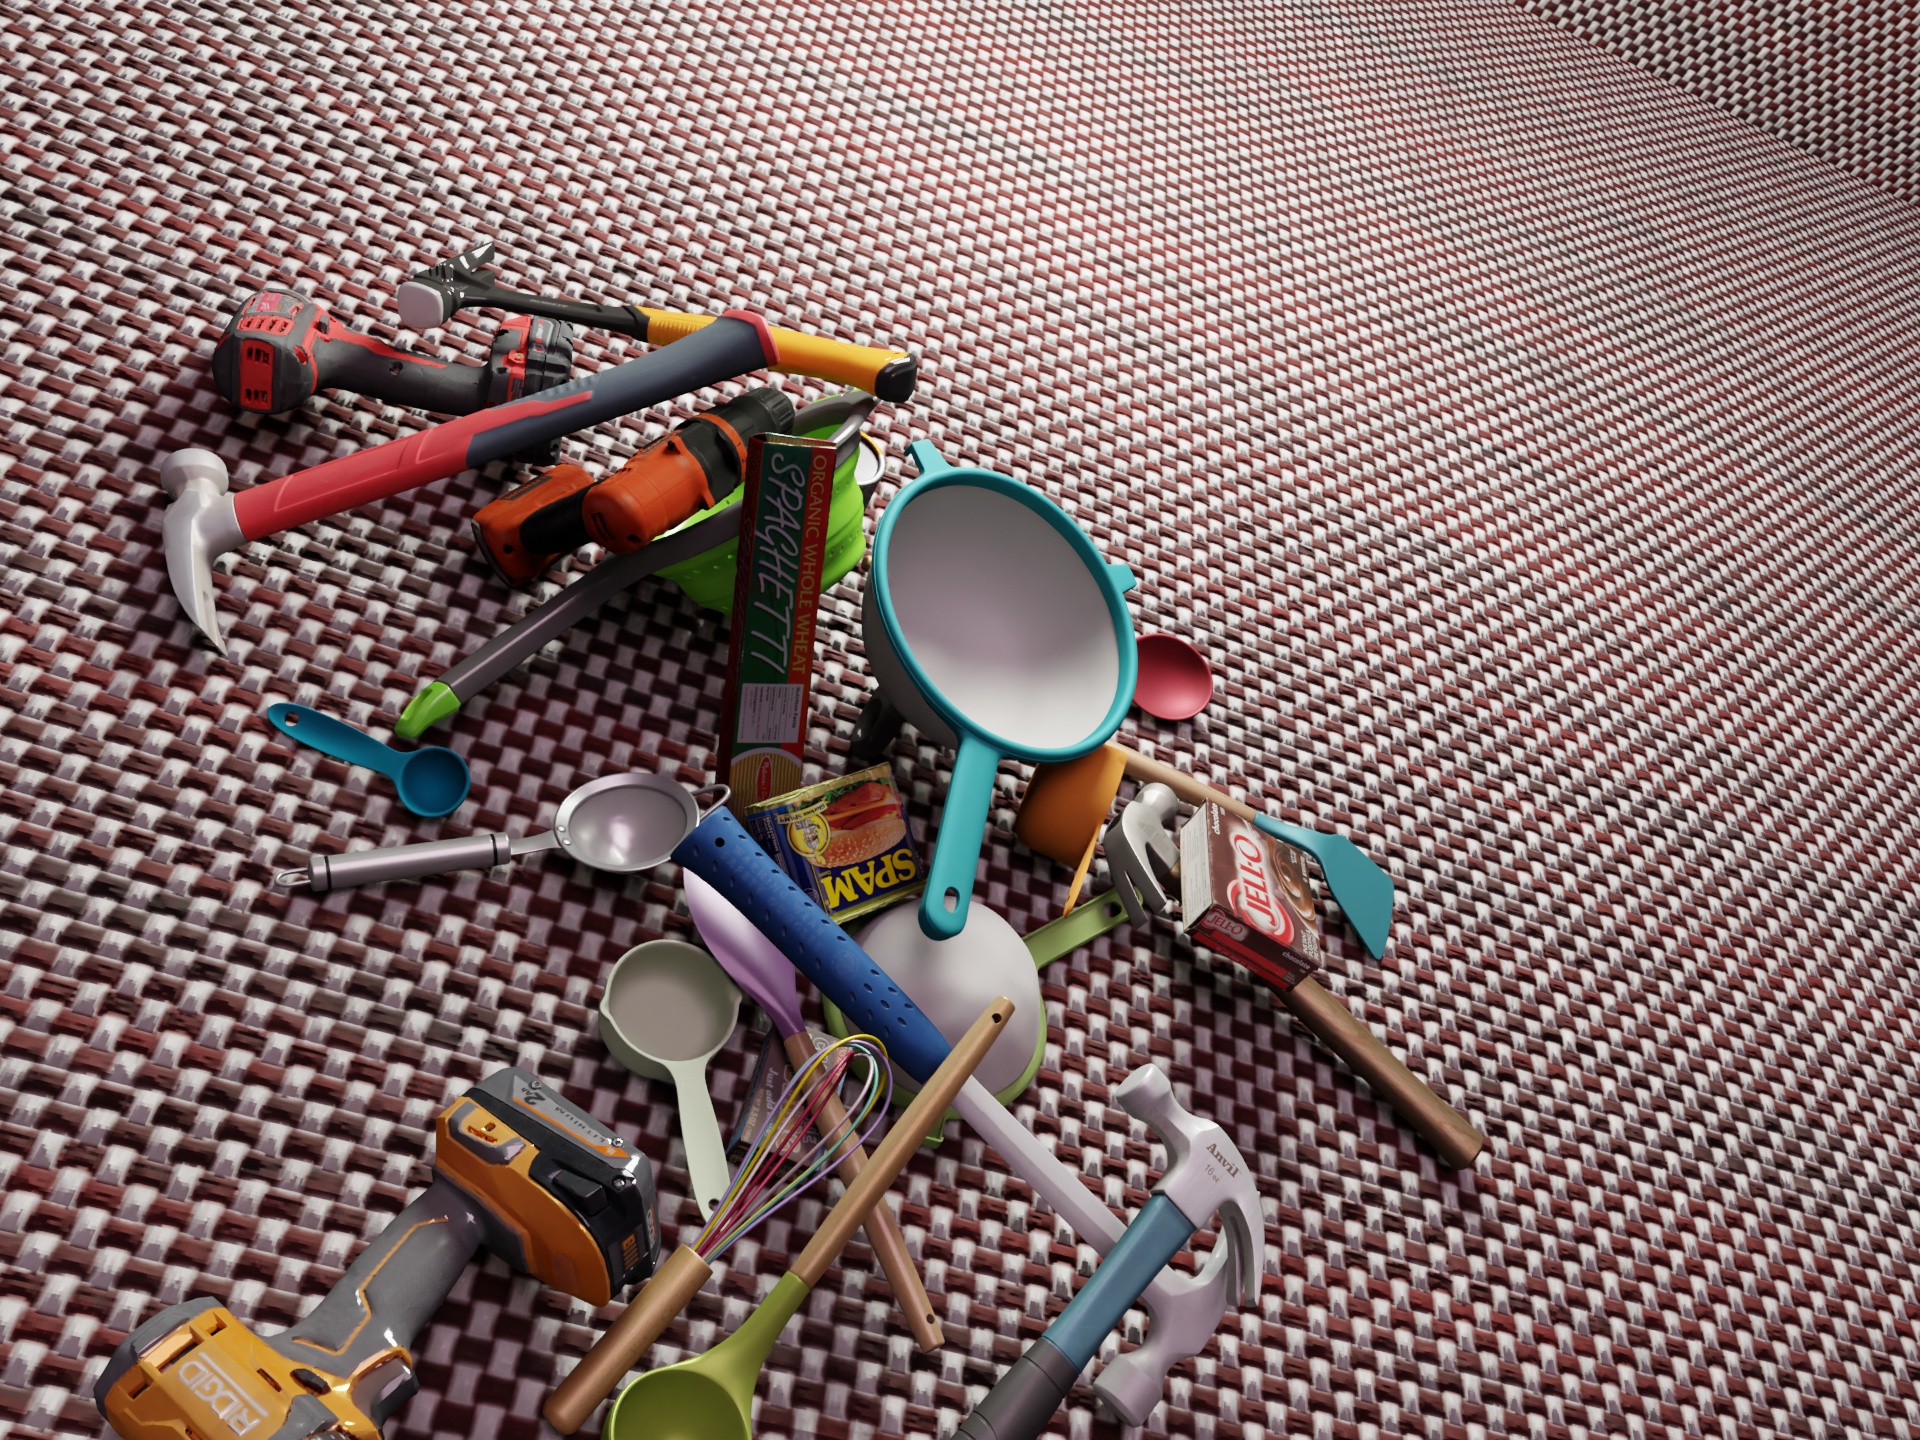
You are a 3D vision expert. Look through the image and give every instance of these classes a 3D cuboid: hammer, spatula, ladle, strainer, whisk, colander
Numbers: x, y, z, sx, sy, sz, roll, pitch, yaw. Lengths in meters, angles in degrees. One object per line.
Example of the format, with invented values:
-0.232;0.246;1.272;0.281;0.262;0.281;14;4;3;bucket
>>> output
0.226;0.182;1.089;0.331;0.031;0.130;44;30;5;hammer
-0.001;0.200;0.901;0.405;0.035;0.144;45;68;1;hammer
-0.084;0.200;0.889;0.059;0.018;0.316;-3;55;-44;spatula
-0.063;0.264;0.812;0.078;0.062;0.320;41;64;-1;ladle
-0.261;0.074;0.928;0.258;0.050;0.087;-7;40;-25;strainer
0.188;0.070;1.180;0.317;0.044;0.082;26;47;-1;spatula
-0.002;-0.003;1.027;0.210;0.095;0.341;29;54;-23;strainer
-0.122;0.255;0.814;0.051;0.047;0.245;33;64;22;whisk
-0.193;-0.264;1.071;0.337;0.034;0.127;12;29;4;hammer
0.035;0.146;1.004;0.256;0.069;0.152;-22;67;-37;strainer
-0.187;-0.082;1.053;0.397;0.204;0.094;-42;114;-27;colander
-0.294;-0.162;0.978;0.386;0.038;0.143;-20;60;-6;hammer
-0.016;-0.079;1.169;0.073;0.073;0.296;29;51;-4;whisk
0.041;0.338;0.821;0.128;0.033;0.331;47;63;1;hammer
0.061;-0.065;1.172;0.315;0.031;0.069;19;69;-31;ladle

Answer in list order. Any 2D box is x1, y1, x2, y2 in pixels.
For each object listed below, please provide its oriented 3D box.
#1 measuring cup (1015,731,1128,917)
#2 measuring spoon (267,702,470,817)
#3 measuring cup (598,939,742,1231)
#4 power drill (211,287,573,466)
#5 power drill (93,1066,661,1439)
0.064;0.071;1.050;0.052;0.095;0.174;25;30;0;measuring cup
-0.349;0.020;0.941;0.128;0.021;0.042;24;77;2;measuring spoon
-0.155;0.205;0.882;0.083;0.038;0.168;-2;59;-29;measuring cup
-0.380;-0.244;1.083;0.219;0.078;0.143;7;29;-17;power drill
-0.236;0.278;0.715;0.185;0.084;0.226;24;41;29;power drill
